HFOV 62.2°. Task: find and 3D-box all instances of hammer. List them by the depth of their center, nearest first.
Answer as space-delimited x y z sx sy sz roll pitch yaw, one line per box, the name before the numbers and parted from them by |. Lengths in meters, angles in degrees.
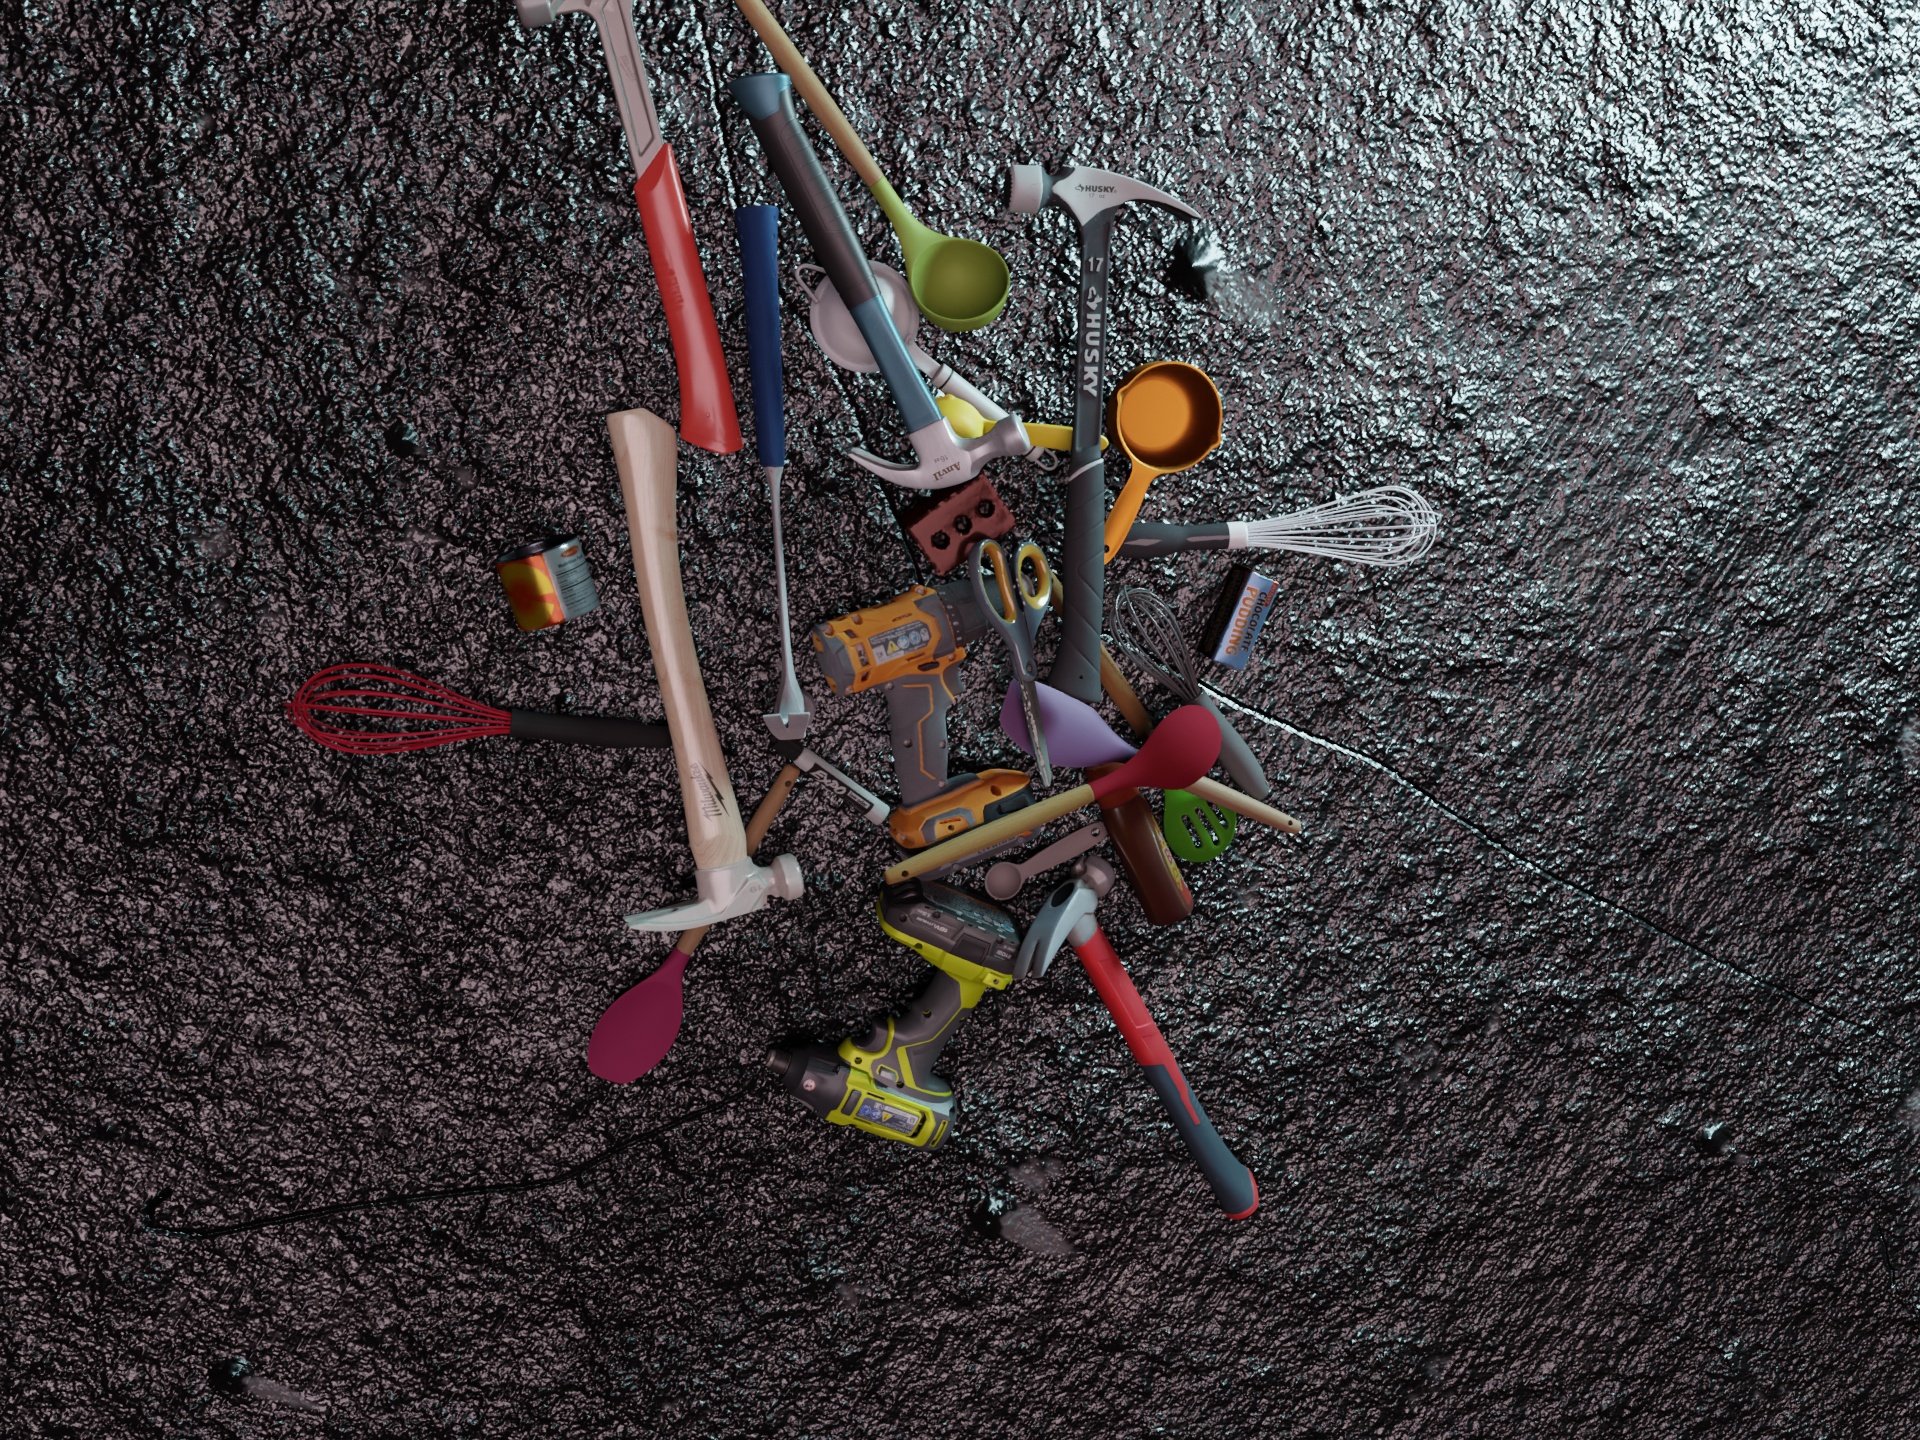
hammer | -0.076 -0.324 1.182 0.128 0.033 0.331 -24 104 13
hammer | -0.212 -0.380 1.192 0.149 0.037 0.359 -15 106 -6
hammer | -0.142 -0.184 1.220 0.035 0.144 0.405 -4 99 -3
hammer | 0.102 -0.215 1.235 0.149 0.036 0.409 -1 101 -10
hammer | -0.231 -0.037 1.256 0.146 0.038 0.410 -14 102 -20
hammer | 0.167 0.311 1.408 0.038 0.143 0.386 -11 119 39

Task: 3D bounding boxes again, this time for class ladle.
ladle | -0.074 -0.426 1.181 0.078 0.062 0.320 -46 112 -16
ladle | 0.082 0.066 1.287 0.315 0.031 0.069 -22 110 -15

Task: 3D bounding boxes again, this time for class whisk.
whisk | -0.374 0.000 1.253 0.295 0.073 0.073 6 104 -17
whisk | 0.261 -0.156 1.330 0.284 0.070 0.070 -4 105 -4
whisk | 0.200 -0.020 1.357 0.055 0.055 0.238 -38 111 1

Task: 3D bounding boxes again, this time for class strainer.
strainer | -0.020 -0.277 1.253 0.258 0.050 0.087 35 88 -20

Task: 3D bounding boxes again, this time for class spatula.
spatula | 0.165 0.042 1.341 0.315 0.018 0.060 22 79 -25

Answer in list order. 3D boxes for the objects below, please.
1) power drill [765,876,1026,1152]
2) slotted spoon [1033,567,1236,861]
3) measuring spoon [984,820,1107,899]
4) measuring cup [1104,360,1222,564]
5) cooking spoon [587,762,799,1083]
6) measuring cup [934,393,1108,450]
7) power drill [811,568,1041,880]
power drill | -0.052 0.250 1.367 0.171 0.080 0.223 24 102 -15
slotted spoon | 0.149 -0.003 1.361 0.070 0.031 0.313 -36 106 -6
measuring spoon | 0.075 0.118 1.389 0.124 0.018 0.034 -26 108 -10
measuring cup | 0.144 -0.209 1.294 0.095 0.052 0.173 22 101 -15
cooking spoon | -0.221 0.173 1.344 0.068 0.017 0.319 28 98 -25
measuring cup | 0.038 -0.220 1.255 0.156 0.029 0.062 6 138 3
power drill | -0.002 -0.004 1.307 0.185 0.084 0.226 -22 102 -13
